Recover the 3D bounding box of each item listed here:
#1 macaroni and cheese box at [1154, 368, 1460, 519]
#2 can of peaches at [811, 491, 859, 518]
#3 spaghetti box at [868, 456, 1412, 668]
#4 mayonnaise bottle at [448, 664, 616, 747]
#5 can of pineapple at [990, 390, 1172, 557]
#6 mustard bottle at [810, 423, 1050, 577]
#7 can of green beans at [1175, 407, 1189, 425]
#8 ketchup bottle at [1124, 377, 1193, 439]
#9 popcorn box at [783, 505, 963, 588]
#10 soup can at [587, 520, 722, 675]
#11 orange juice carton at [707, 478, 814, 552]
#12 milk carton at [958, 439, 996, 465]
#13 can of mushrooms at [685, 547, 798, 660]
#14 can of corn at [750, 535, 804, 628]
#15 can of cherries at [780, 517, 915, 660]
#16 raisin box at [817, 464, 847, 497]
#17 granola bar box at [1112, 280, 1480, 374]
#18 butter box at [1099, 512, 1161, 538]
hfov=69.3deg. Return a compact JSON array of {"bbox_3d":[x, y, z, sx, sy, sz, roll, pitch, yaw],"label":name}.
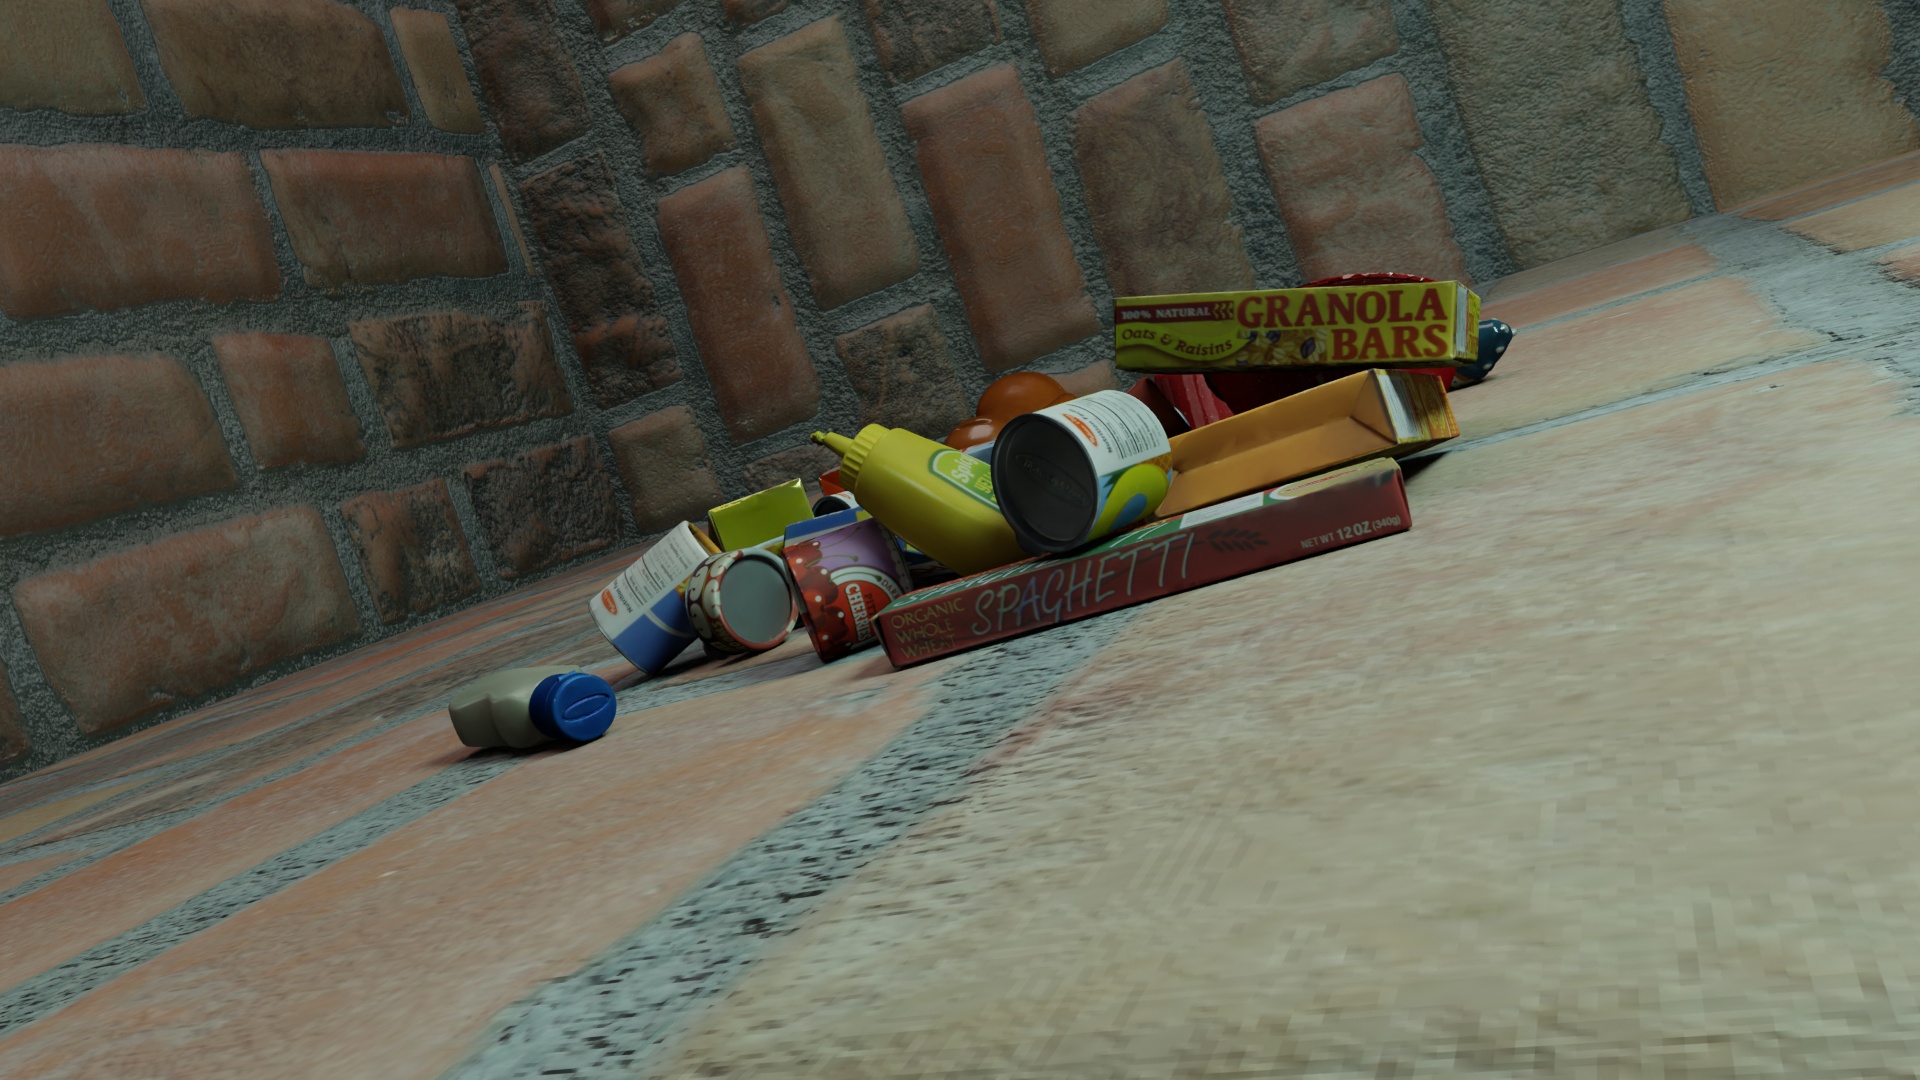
[{"bbox_3d":[0.182,-0.050,0.727,0.123,0.040,0.167,-18,-4,29],"label":"macaroni and cheese box"},{"bbox_3d":[-0.081,-0.008,1.139,0.071,0.071,0.058,-13,4,45],"label":"can of peaches"},{"bbox_3d":[0.081,0.011,0.647,0.250,0.028,0.050,-17,5,15],"label":"spaghetti box"},{"bbox_3d":[-0.243,0.096,0.799,0.065,0.041,0.148,-24,9,-35],"label":"mayonnaise bottle"},{"bbox_3d":[0.056,-0.032,0.654,0.058,0.071,0.071,-20,6,-42],"label":"can of pineapple"},{"bbox_3d":[-0.013,-0.023,0.732,0.160,0.048,0.065,28,27,15],"label":"mustard bottle"},{"bbox_3d":[0.138,-0.071,1.052,0.071,0.071,0.058,-16,7,23],"label":"can of green beans"},{"bbox_3d":[0.061,-0.027,0.773,0.148,0.043,0.064,-40,-16,9],"label":"ketchup bottle"},{"bbox_3d":[-0.044,0.005,0.890,0.085,0.038,0.126,12,-17,-41],"label":"popcorn box"},{"bbox_3d":[-0.191,0.039,0.921,0.084,0.071,0.071,-41,6,0],"label":"soup can"},{"bbox_3d":[-0.151,0.010,1.085,0.072,0.073,0.192,-21,-3,-12],"label":"orange juice carton"},{"bbox_3d":[0.014,-0.034,1.053,0.190,0.073,0.072,-13,8,44],"label":"milk carton"},{"bbox_3d":[-0.137,0.040,0.876,0.033,0.071,0.071,-12,9,44],"label":"can of mushrooms"},{"bbox_3d":[-0.113,0.026,0.954,0.071,0.058,0.071,-18,6,2],"label":"can of corn"},{"bbox_3d":[-0.060,0.027,0.757,0.058,0.071,0.071,-20,6,-12],"label":"can of cherries"},{"bbox_3d":[-0.098,-0.030,1.289,0.040,0.086,0.123,-20,6,0],"label":"raisin box"},{"bbox_3d":[0.177,-0.107,0.720,0.165,0.039,0.124,1,6,25],"label":"granola bar box"},{"bbox_3d":[0.119,-0.027,0.901,0.053,0.024,0.104,-13,8,37],"label":"butter box"}]
